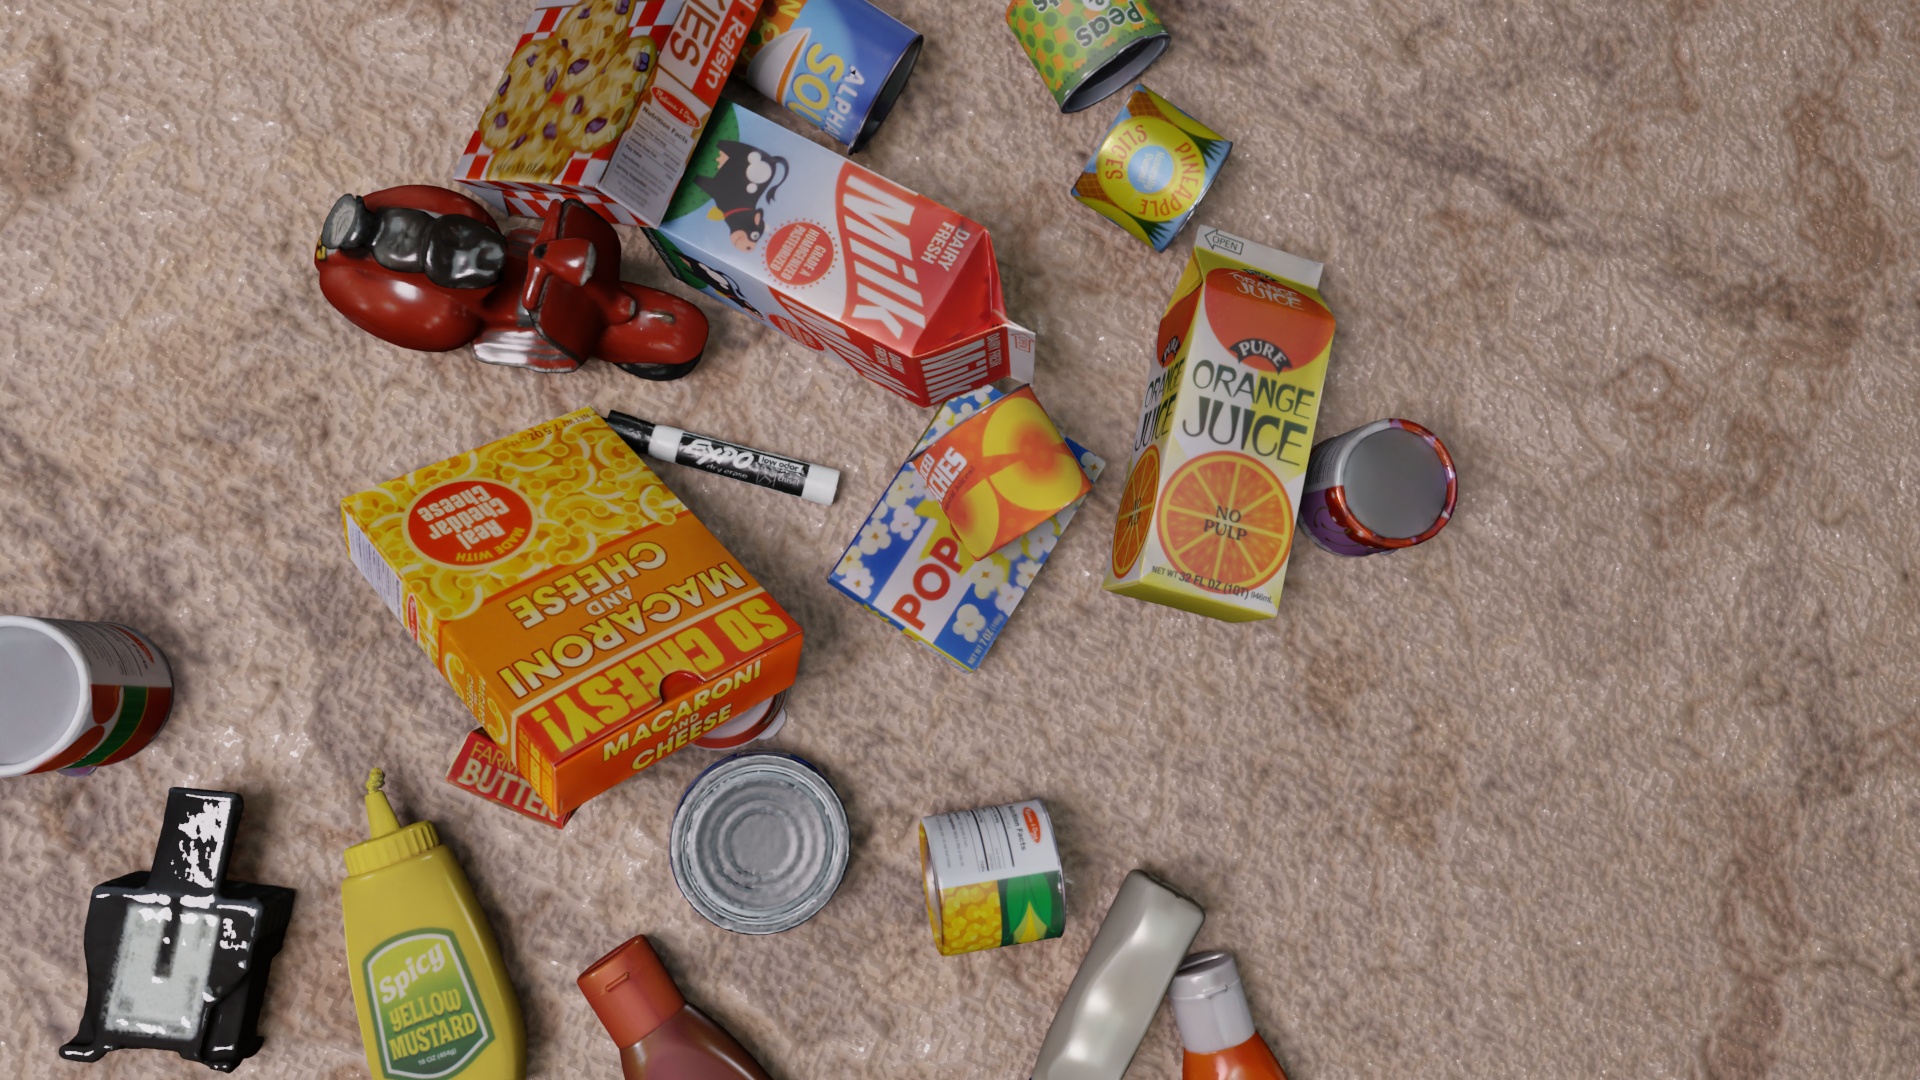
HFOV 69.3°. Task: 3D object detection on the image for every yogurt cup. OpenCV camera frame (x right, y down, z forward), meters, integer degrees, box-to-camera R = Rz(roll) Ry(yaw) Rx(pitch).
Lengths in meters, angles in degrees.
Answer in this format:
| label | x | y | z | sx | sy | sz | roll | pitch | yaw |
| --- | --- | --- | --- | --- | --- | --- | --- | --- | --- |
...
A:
| label | x | y | z | sx | sy | sz | roll | pitch | yaw |
| --- | --- | --- | --- | --- | --- | --- | --- | --- | --- |
| yogurt cup | -0.114 | 0.066 | 0.656 | 0.072 | 0.054 | 0.072 | 1 | 83 | -8 |

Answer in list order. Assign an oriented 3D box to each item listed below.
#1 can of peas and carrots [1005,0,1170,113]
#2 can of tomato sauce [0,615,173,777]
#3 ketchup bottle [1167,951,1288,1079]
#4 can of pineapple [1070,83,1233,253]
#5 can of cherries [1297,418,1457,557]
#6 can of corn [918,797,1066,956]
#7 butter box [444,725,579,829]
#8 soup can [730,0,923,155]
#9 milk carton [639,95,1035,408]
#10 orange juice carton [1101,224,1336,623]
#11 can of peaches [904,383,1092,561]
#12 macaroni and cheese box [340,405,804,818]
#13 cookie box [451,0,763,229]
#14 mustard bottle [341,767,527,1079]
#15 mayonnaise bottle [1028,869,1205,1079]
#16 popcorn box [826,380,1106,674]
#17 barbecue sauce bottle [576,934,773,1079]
| label | x | y | z | sx | sy | sz | roll | pitch | yaw |
| --- | --- | --- | --- | --- | --- | --- | --- | --- | --- |
| can of peas and carrots | 0.065 | -0.263 | 0.711 | 0.071 | 0.071 | 0.058 | -32 | 89 | -11 |
| can of tomato sauce | -0.391 | 0.068 | 0.596 | 0.071 | 0.083 | 0.071 | 1 | 84 | -9 |
| ketchup bottle | 0.137 | 0.279 | 0.678 | 0.065 | 0.043 | 0.149 | -15 | 86 | -11 |
| can of pineapple | 0.097 | -0.190 | 0.709 | 0.058 | 0.071 | 0.071 | 32 | 80 | -4 |
| can of cherries | 0.215 | -0.025 | 0.716 | 0.071 | 0.058 | 0.071 | 1 | 84 | -9 |
| can of corn | 0.014 | 0.162 | 0.661 | 0.058 | 0.071 | 0.071 | -7 | 85 | -9 |
| butter box | -0.188 | 0.099 | 0.615 | 0.053 | 0.103 | 0.024 | 25 | 86 | -7 |
| soup can | -0.072 | -0.241 | 0.689 | 0.084 | 0.071 | 0.071 | 31 | 80 | -4 |
| milk carton | -0.048 | -0.126 | 0.656 | 0.191 | 0.072 | 0.073 | 29 | 80 | 9 |
| orange juice carton | 0.133 | -0.060 | 0.699 | 0.072 | 0.073 | 0.193 | 15 | 82 | -7 |
| can of peaches | 0.017 | -0.030 | 0.640 | 0.071 | 0.071 | 0.058 | -33 | 91 | -11 |
| macaroni and cheese box | -0.168 | 0.022 | 0.600 | 0.124 | 0.040 | 0.167 | -29 | 60 | -36 |
| cookie box | -0.157 | -0.231 | 0.652 | 0.040 | 0.123 | 0.167 | 33 | 76 | -48 |
| mustard bottle | -0.245 | 0.180 | 0.625 | 0.065 | 0.048 | 0.160 | -18 | 87 | -12 |
| mayonnaise bottle | 0.067 | 0.233 | 0.664 | 0.041 | 0.064 | 0.148 | 28 | 84 | 2 |
| popcorn box | 0.002 | -0.009 | 0.690 | 0.085 | 0.038 | 0.127 | 34 | 80 | -3 |
| barbecue sauce bottle | -0.122 | 0.254 | 0.640 | 0.065 | 0.043 | 0.148 | -33 | 89 | -11 |
